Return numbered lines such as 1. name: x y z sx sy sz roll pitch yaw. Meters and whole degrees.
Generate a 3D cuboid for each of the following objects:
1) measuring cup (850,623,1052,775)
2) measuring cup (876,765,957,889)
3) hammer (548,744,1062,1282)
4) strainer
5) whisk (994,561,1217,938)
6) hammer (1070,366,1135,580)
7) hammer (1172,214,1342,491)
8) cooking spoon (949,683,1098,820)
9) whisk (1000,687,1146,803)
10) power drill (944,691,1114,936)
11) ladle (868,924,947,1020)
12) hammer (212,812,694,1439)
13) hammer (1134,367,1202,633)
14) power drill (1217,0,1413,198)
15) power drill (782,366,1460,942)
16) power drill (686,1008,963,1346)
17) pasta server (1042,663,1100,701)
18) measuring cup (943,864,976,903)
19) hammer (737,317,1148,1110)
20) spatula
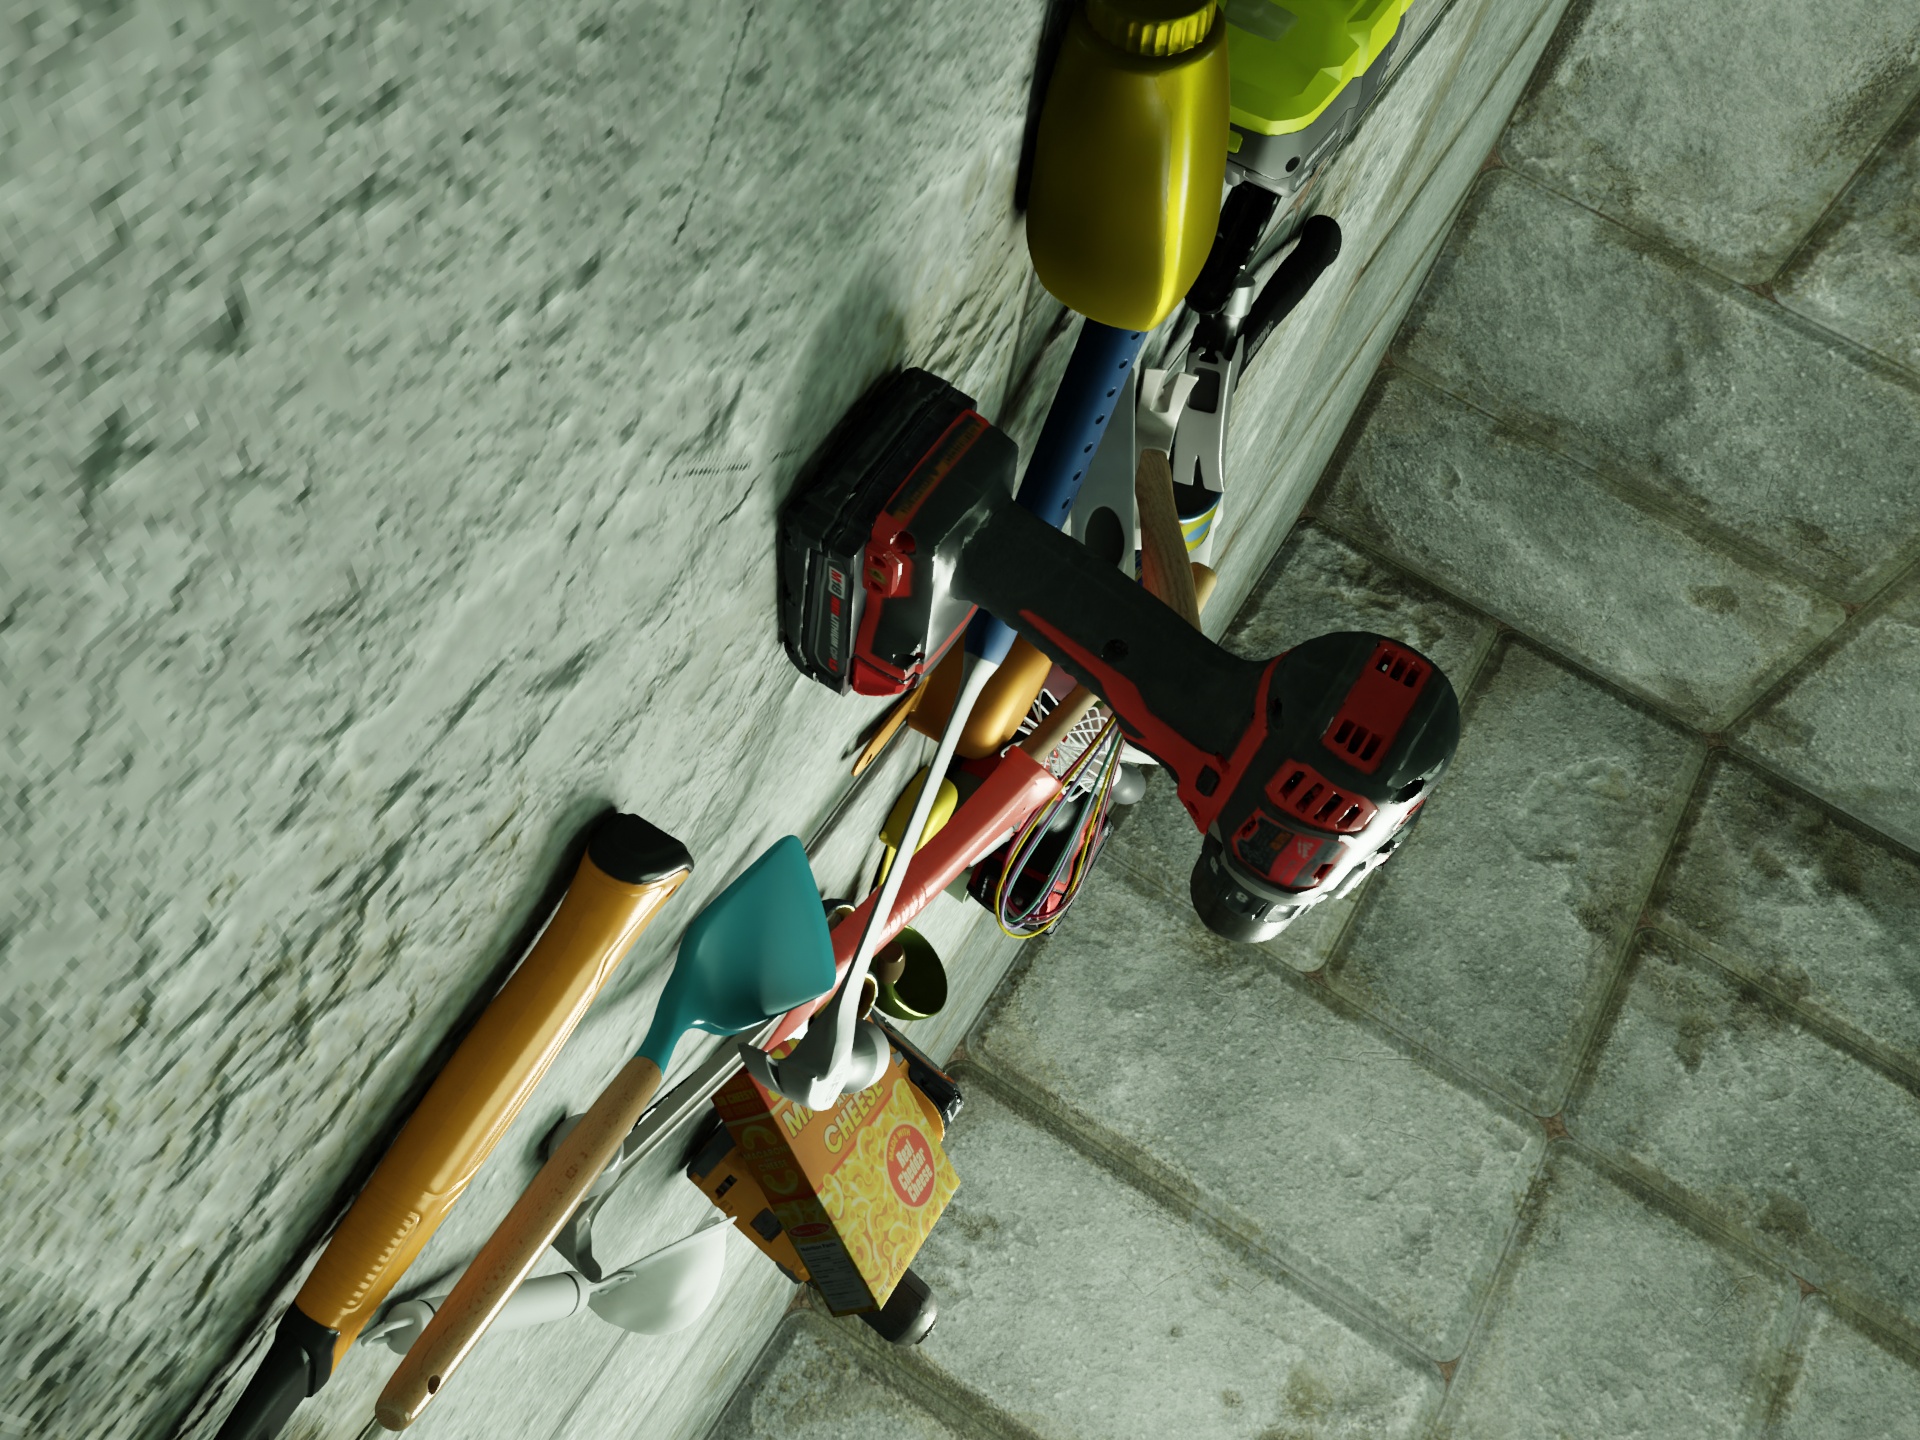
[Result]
1. measuring cup: -0.001 -0.003 0.852 0.174 0.052 0.095 -49 167 -54
2. measuring cup: -0.033 0.090 1.048 0.062 0.029 0.156 -52 166 -38
3. hammer: -0.070 0.132 0.818 0.359 0.037 0.149 -41 162 -33
4. strainer: -0.169 0.253 0.698 0.087 0.050 0.258 -33 158 14
5. whisk: 0.087 0.018 0.933 0.245 0.047 0.051 -61 -174 -3
6. hammer: 0.074 -0.093 0.943 0.386 0.038 0.143 54 36 -87
7. hammer: 0.213 -0.279 1.099 0.335 0.035 0.146 -52 154 -50
8. cooking spoon: -0.013 0.081 0.982 0.318 0.017 0.069 -49 177 32
9. whisk: 0.090 0.029 1.079 0.070 0.070 0.284 -59 161 1
10. power drill: 0.040 0.075 1.161 0.143 0.079 0.219 -59 157 -14
11. ladle: -0.037 0.160 1.057 0.062 0.078 0.320 -29 171 -9
12. hammer: -0.188 0.177 0.502 0.337 0.034 0.127 -57 170 -12
13. hammer: 0.111 -0.093 0.866 0.332 0.031 0.130 -85 -177 -58
14. power drill: 0.120 -0.294 0.512 0.171 0.080 0.223 -54 166 -33
15. power drill: 0.050 -0.006 0.572 0.080 0.227 0.187 -54 169 -24
16. power drill: -0.068 0.305 1.083 0.084 0.185 0.226 -49 177 21
17. pasta server: 0.102 -0.020 1.091 0.316 0.040 0.060 -168 -85 -77
18. measuring cup: 0.030 0.070 1.302 0.167 0.038 0.083 -61 171 2
19. hammer: 0.005 -0.018 0.702 0.144 0.035 0.405 22 90 -77
20. spatula: -0.124 0.148 0.614 0.318 0.044 0.082 -57 138 -64
